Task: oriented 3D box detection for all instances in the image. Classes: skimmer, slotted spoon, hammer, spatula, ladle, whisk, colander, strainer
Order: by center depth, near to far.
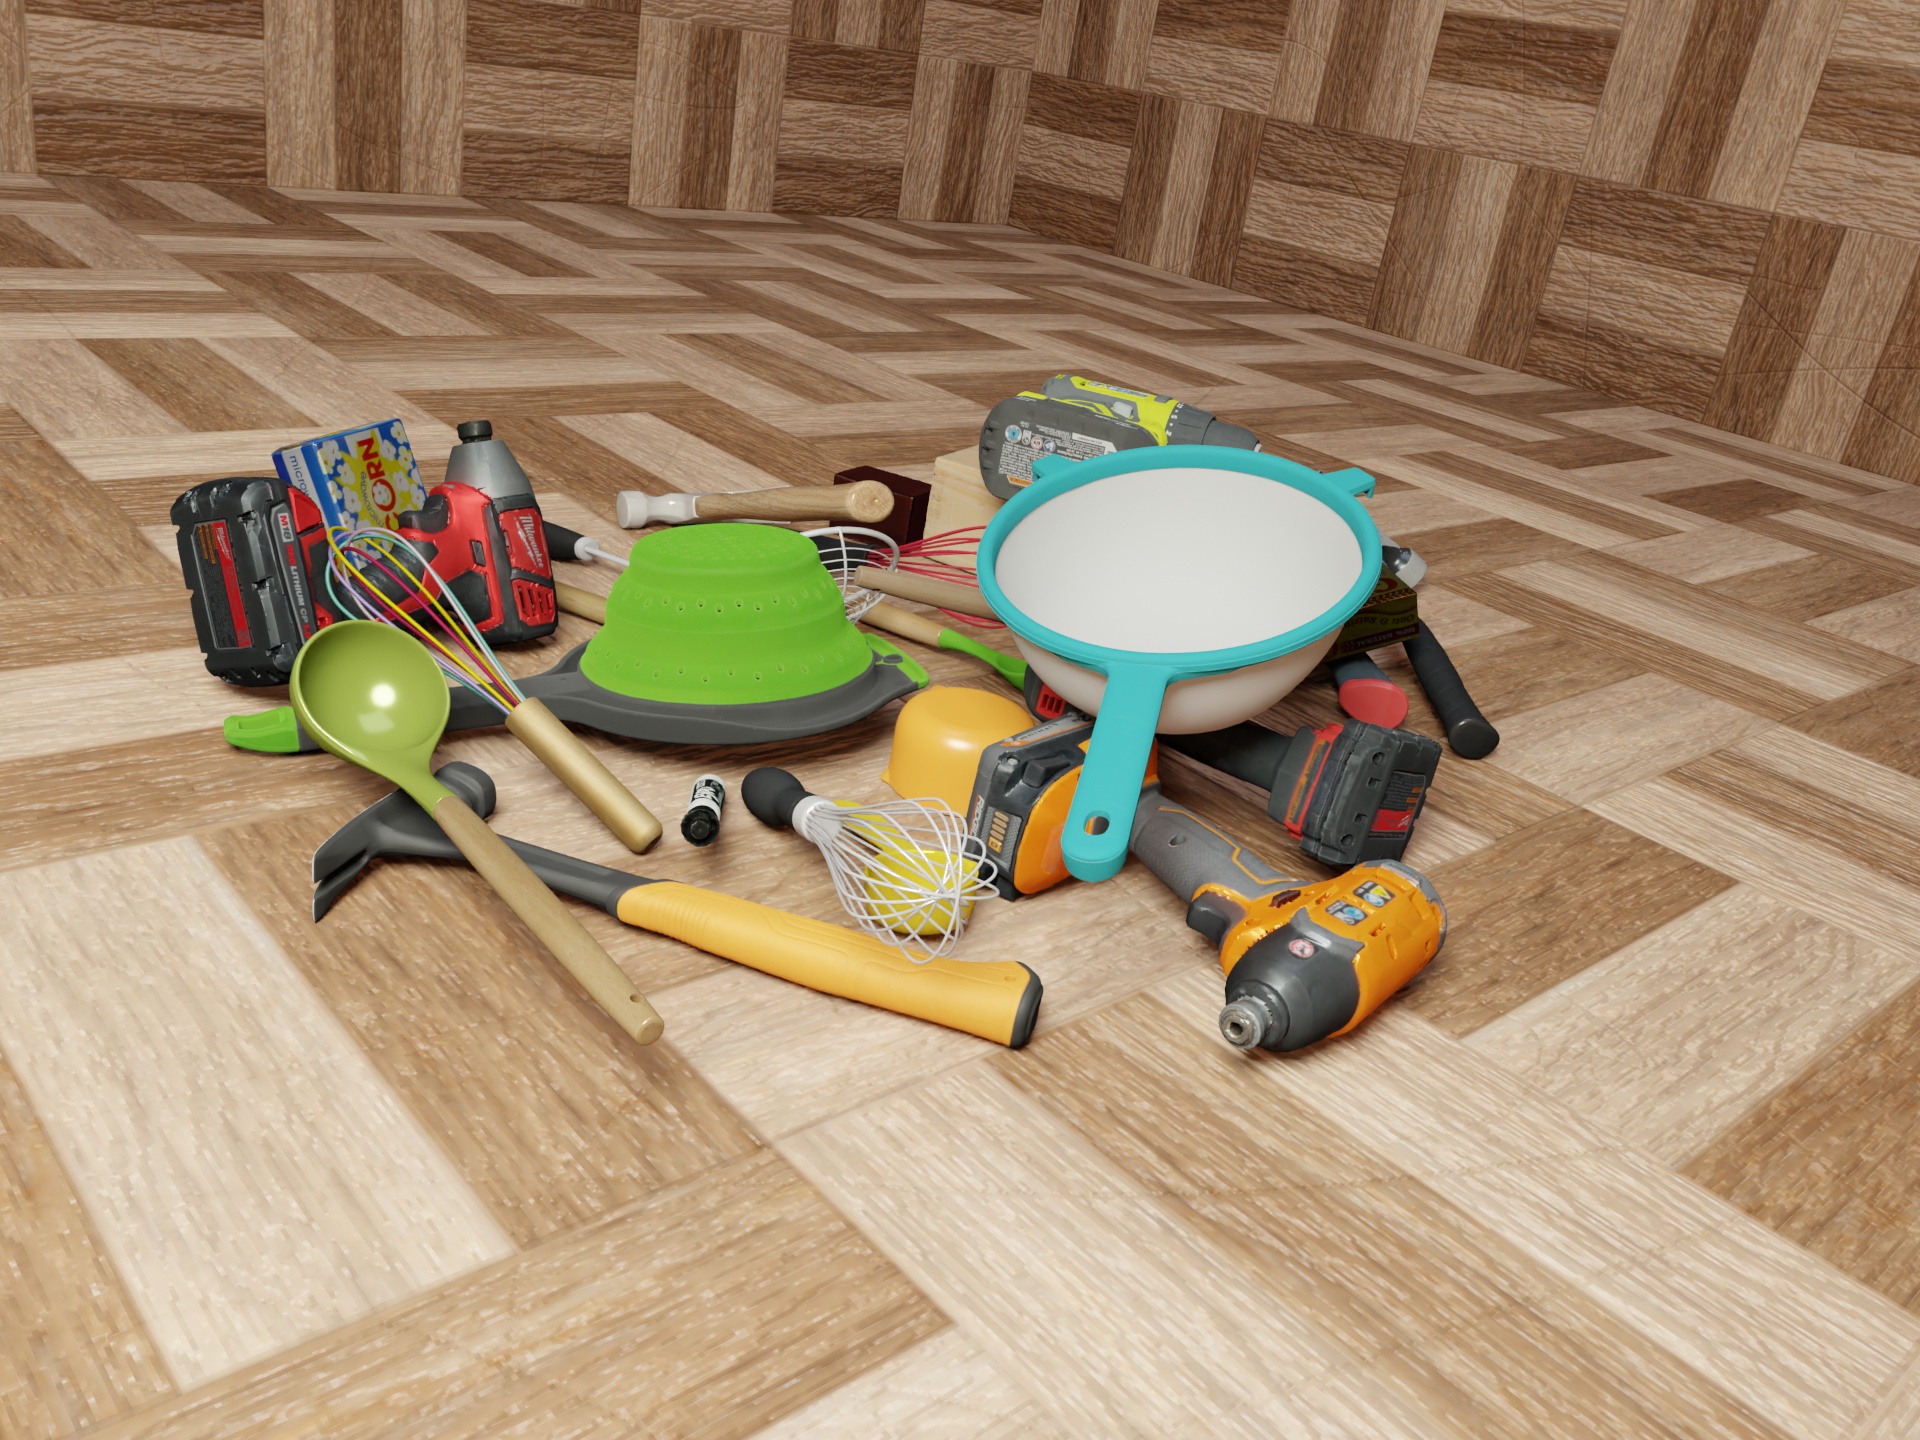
[{"bbox_3d":[-0.216,0.041,0.712,0.078,0.062,0.320,-3,27,-43],"label":"ladle"},{"bbox_3d":[-0.127,0.093,0.741,0.337,0.034,0.127,15,23,11],"label":"hammer"},{"bbox_3d":[-0.058,0.053,0.765,0.070,0.070,0.285,-1,8,-24],"label":"whisk"},{"bbox_3d":[0.101,-0.018,0.815,0.211,0.095,0.341,5,41,15],"label":"strainer"},{"bbox_3d":[-0.248,-0.018,0.834,0.245,0.047,0.051,43,72,9],"label":"whisk"},{"bbox_3d":[-0.214,-0.052,0.919,0.397,0.094,0.205,-8,22,-24],"label":"colander"},{"bbox_3d":[0.079,-0.059,1.021,0.315,0.018,0.060,11,-18,-23],"label":"spatula"},{"bbox_3d":[-0.281,-0.087,1.103,0.315,0.031,0.069,19,24,18],"label":"ladle"},{"bbox_3d":[-0.031,-0.067,1.149,0.314,0.031,0.070,22,16,31],"label":"slotted spoon"},{"bbox_3d":[-0.215,-0.136,1.157,0.363,0.090,0.127,19,-3,26],"label":"skimmer"},{"bbox_3d":[-0.050,-0.116,1.184,0.296,0.073,0.073,12,21,36],"label":"whisk"},{"bbox_3d":[-0.141,-0.161,1.189,0.130,0.031,0.331,-7,9,-31],"label":"hammer"},{"bbox_3d":[0.356,-0.085,1.272,0.149,0.036,0.409,39,23,-17],"label":"hammer"},{"bbox_3d":[0.300,-0.085,1.301,0.143,0.038,0.387,7,24,-9],"label":"hammer"}]

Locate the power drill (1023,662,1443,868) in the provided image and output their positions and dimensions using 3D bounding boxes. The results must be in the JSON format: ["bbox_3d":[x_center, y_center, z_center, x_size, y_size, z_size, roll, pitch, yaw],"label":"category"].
[{"bbox_3d":[0.168,0.011,0.967,0.227,0.080,0.187,23,8,31],"label":"power drill"}]

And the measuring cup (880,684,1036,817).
[{"bbox_3d":[-0.002,-0.003,0.981,0.095,0.052,0.174,5,26,-9],"label":"measuring cup"}]

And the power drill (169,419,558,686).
[{"bbox_3d":[-0.342,-0.103,0.954,0.078,0.143,0.219,-1,12,35],"label":"power drill"}]

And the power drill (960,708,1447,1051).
[{"bbox_3d":[0.111,0.083,0.801,0.227,0.084,0.164,29,30,30],"label":"power drill"}]

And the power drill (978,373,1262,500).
[{"bbox_3d":[0.129,-0.220,1.271,0.190,0.080,0.228,17,23,18],"label":"power drill"}]

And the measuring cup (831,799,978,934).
[{"bbox_3d":[-0.039,0.075,0.839,0.062,0.029,0.157,-4,15,-23],"label":"measuring cup"}]
